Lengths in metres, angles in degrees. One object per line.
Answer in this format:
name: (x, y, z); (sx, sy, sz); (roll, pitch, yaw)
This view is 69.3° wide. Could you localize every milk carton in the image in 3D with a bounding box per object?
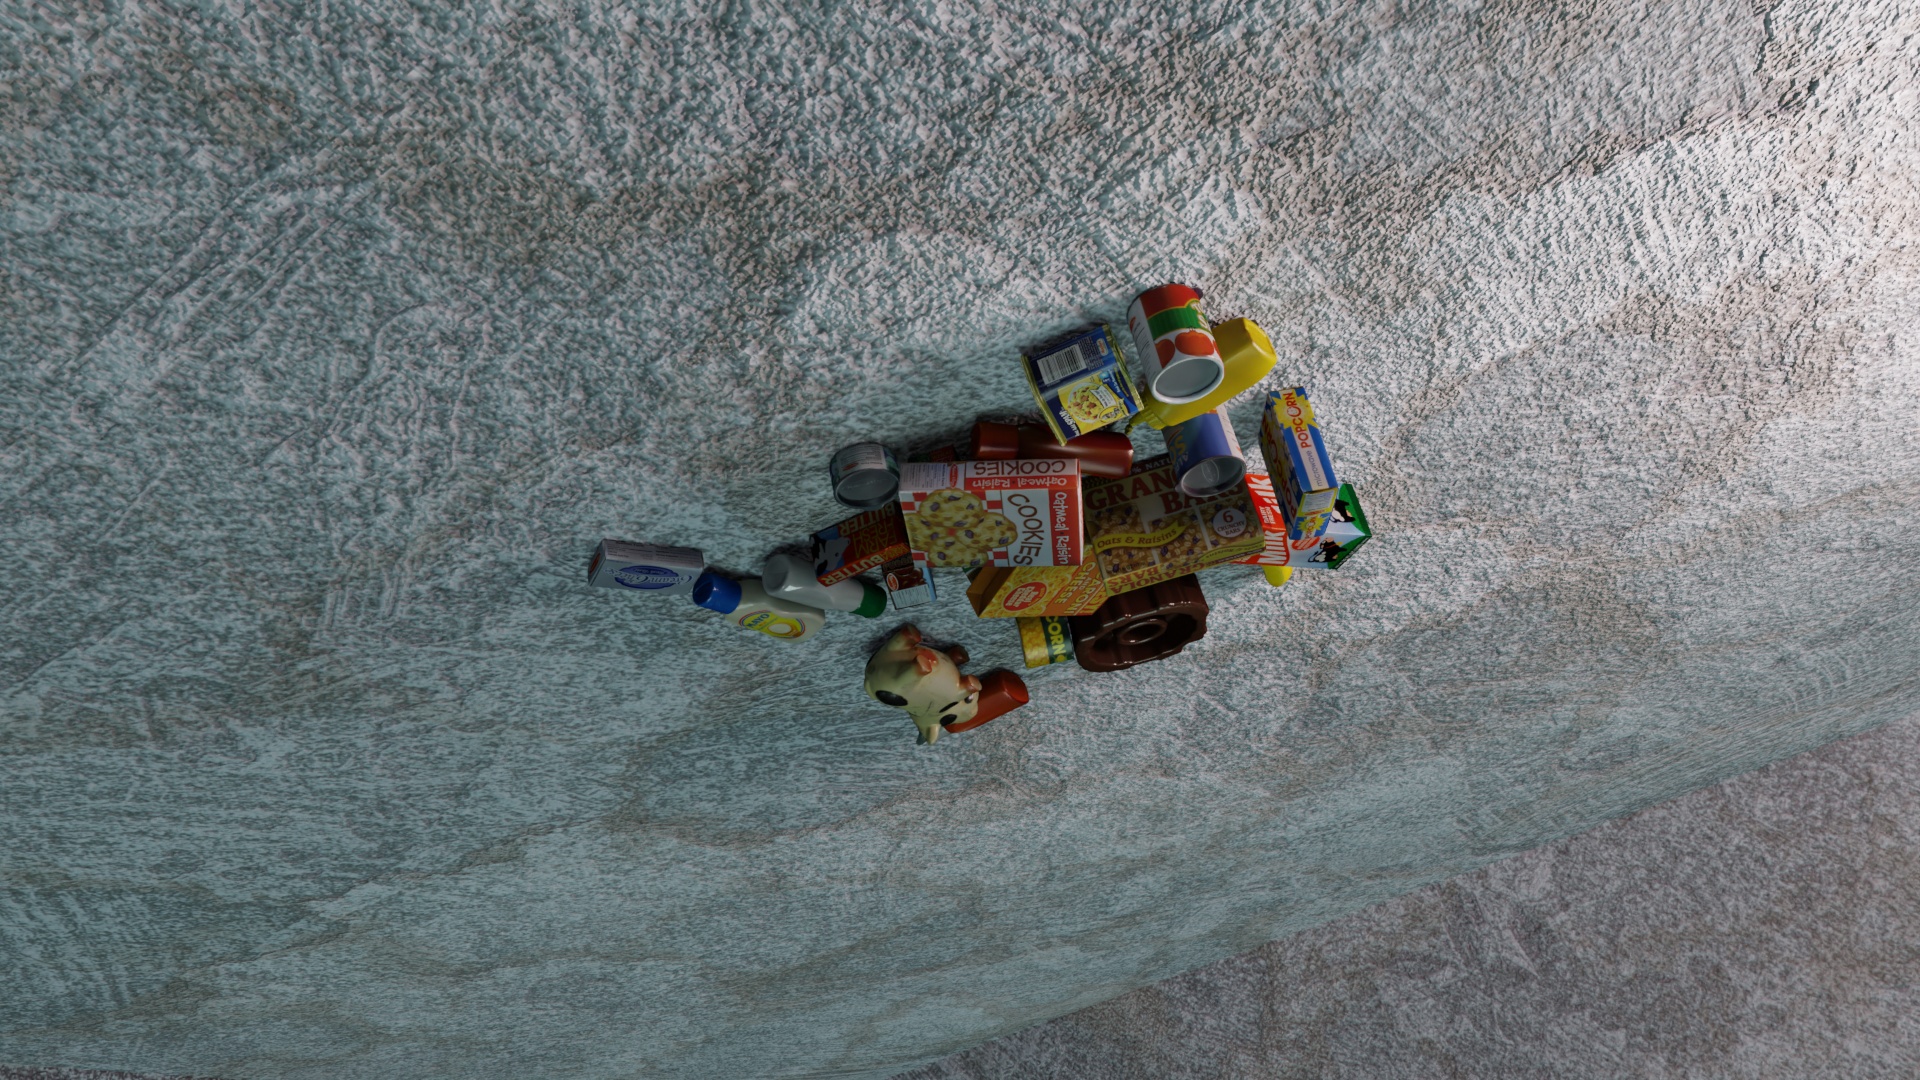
milk carton: (0.341, -0.021, 1.505); (0.191, 0.074, 0.072); (3, 145, -24)

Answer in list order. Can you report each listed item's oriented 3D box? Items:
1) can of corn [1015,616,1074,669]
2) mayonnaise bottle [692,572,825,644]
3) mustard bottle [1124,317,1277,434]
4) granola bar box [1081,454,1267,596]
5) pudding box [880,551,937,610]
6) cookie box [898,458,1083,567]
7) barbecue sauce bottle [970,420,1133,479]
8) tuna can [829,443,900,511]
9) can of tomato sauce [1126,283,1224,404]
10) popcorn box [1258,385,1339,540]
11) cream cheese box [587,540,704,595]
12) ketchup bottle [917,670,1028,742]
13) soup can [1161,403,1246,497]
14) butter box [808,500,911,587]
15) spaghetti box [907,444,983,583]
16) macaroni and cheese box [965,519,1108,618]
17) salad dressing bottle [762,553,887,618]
can of corn: (0.099, 0.113, 1.633); (0.058, 0.071, 0.071); (-12, 148, 0)
mayonnaise bottle: (-0.216, 0.070, 1.475); (0.064, 0.041, 0.148); (-32, 144, 31)
mustard bottle: (0.212, -0.144, 1.286); (0.159, 0.049, 0.065); (-32, 143, 29)
granola bar box: (0.210, -0.025, 1.401); (0.165, 0.125, 0.039); (-16, 147, 5)
pudding box: (-0.055, 0.039, 1.496); (0.050, 0.030, 0.083); (-12, 148, 1)
cookie box: (0.033, -0.025, 1.327); (0.167, 0.040, 0.122); (-1, 143, 6)
barbecue sauce bottle: (0.085, -0.088, 1.322); (0.149, 0.065, 0.043); (5, 106, -14)
tuna can: (-0.090, -0.060, 1.324); (0.071, 0.033, 0.070); (-9, 148, -6)
can of tomato sauce: (0.188, -0.170, 1.203); (0.071, 0.083, 0.070); (-9, 148, -6)
popcorn box: (0.330, -0.075, 1.364); (0.038, 0.127, 0.084); (-9, 148, -1)
cream cheese box: (-0.314, 0.028, 1.389); (0.104, 0.024, 0.053); (7, 143, -29)
ketchup bottle: (0.012, 0.218, 1.788); (0.148, 0.044, 0.064); (-29, 144, 25)
soup can: (0.229, -0.093, 1.339); (0.071, 0.084, 0.071); (-9, 148, -6)
butter box: (-0.101, 0.003, 1.401); (0.103, 0.053, 0.024); (-22, 149, 15)
spaghetti box: (0.005, -0.018, 1.429); (0.050, 0.029, 0.249); (-18, 148, 8)
macaroni and cheese box: (0.106, 0.032, 1.496); (0.167, 0.040, 0.123); (2, 138, -37)
salad dressing bottle: (-0.141, 0.051, 1.468); (0.064, 0.044, 0.147); (-10, 160, 40)
